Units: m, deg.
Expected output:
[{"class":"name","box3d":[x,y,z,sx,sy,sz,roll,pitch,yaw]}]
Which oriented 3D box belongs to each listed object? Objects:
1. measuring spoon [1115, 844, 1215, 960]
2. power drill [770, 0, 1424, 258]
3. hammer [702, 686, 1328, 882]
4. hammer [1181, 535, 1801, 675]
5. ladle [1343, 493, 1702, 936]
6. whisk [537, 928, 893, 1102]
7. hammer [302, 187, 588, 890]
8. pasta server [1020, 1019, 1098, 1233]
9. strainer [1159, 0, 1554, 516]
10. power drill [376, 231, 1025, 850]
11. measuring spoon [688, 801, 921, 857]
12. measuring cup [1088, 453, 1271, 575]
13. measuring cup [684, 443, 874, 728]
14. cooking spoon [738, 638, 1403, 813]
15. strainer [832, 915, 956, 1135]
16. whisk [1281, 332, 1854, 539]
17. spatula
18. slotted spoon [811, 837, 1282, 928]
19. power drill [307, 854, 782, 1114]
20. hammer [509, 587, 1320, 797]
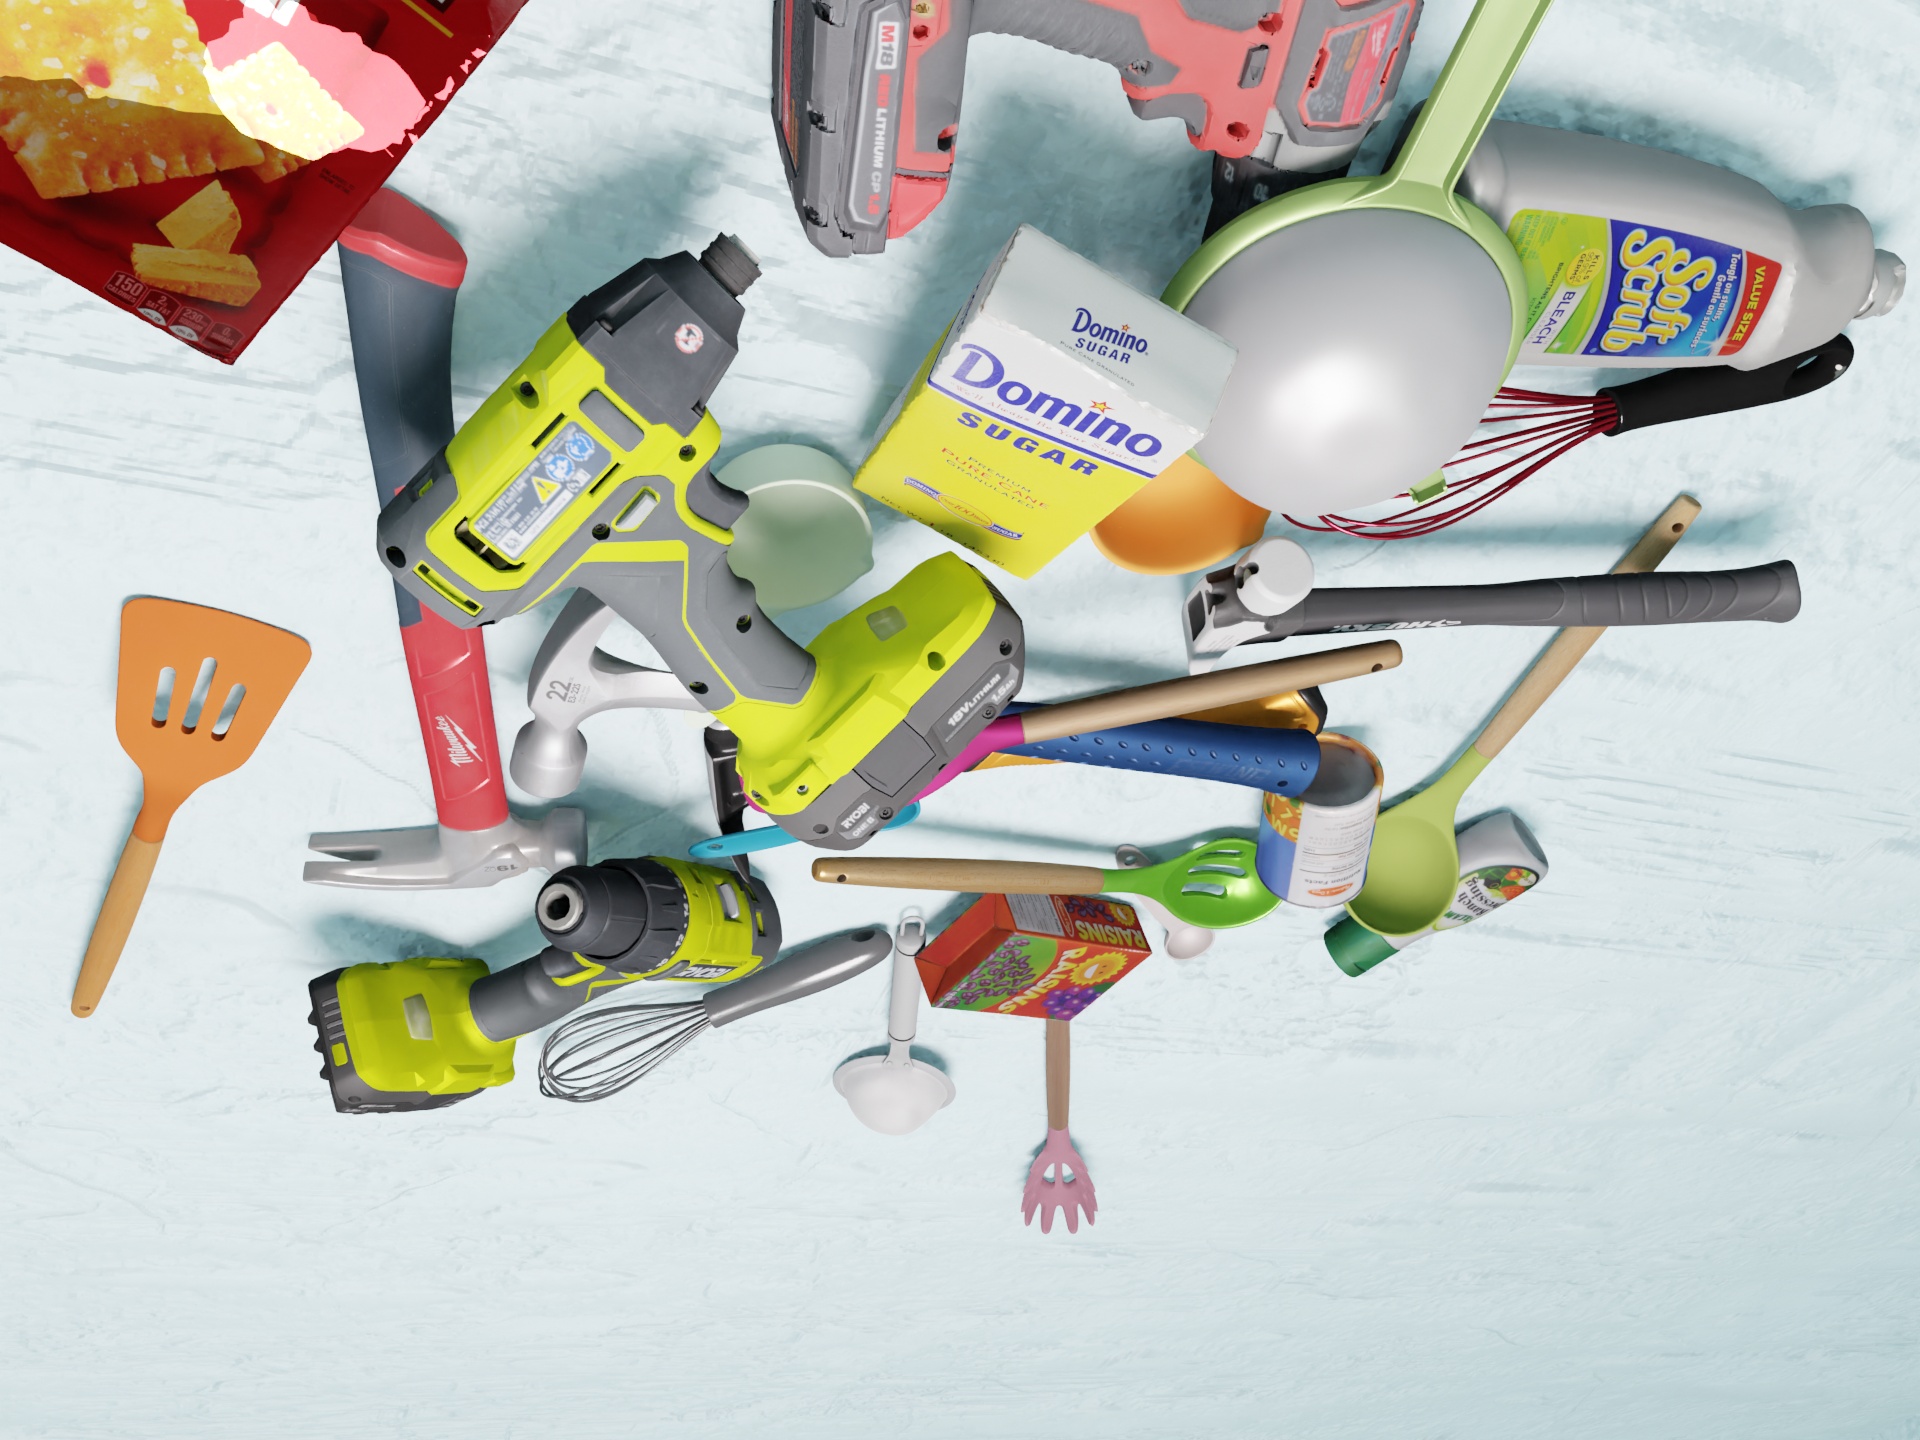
[{"class":"measuring spoon","box3d":[0.126,0.112,1.009,0.034,0.018,0.124,-30,129,9]},{"class":"power drill","box3d":[0.050,-0.222,0.576,0.226,0.080,0.187,-7,145,-13]},{"class":"hammer","box3d":[0.033,0.017,0.861,0.337,0.034,0.127,-7,137,-8]},{"class":"hammer","box3d":[0.271,-0.057,0.797,0.334,0.035,0.146,-3,166,-13]},{"class":"ladle","box3d":[0.317,0.006,0.910,0.078,0.062,0.320,22,127,-9]},{"class":"whisk","box3d":[-0.153,0.178,0.985,0.239,0.055,0.055,-22,138,2]},{"class":"hammer","box3d":[-0.249,-0.053,0.710,0.143,0.038,0.386,-2,137,-10]},{"class":"pasta server","box3d":[0.072,0.288,1.166,0.060,0.040,0.316,-1,137,3]},{"class":"strainer","box3d":[0.161,-0.159,0.575,0.151,0.069,0.256,7,142,-11]},{"class":"power drill","box3d":[-0.084,-0.063,0.622,0.171,0.080,0.223,-44,122,7]},{"class":"measuring spoon","box3d":[-0.083,0.049,0.833,0.128,0.021,0.042,-13,149,12]},{"class":"measuring cup","box3d":[0.118,-0.141,0.697,0.095,0.052,0.173,20,128,-30]},{"class":"measuring cup","box3d":[-0.099,-0.060,0.742,0.083,0.038,0.167,10,136,-26]},{"class":"cooking spoon","box3d":[0.054,-0.001,0.750,0.319,0.017,0.068,-11,134,-3]},{"class":"strainer","box3d":[-0.041,0.213,1.056,0.087,0.050,0.258,6,133,0]},{"class":"whisk","box3d":[0.285,-0.140,0.743,0.296,0.073,0.073,-15,139,-8]},{"class":"spatula","box3d":[-0.413,0.061,0.805,0.081,0.041,0.322,16,135,-29]},{"class":"slotted spoon","box3d":[0.059,0.091,0.930,0.313,0.031,0.070,5,122,-28]},{"class":"power drill","box3d":[-0.230,0.136,0.853,0.228,0.080,0.190,-24,163,14]},{"class":"hammer","box3d":[-0.001,-0.002,0.775,0.405,0.035,0.144,6,135,-22]}]
